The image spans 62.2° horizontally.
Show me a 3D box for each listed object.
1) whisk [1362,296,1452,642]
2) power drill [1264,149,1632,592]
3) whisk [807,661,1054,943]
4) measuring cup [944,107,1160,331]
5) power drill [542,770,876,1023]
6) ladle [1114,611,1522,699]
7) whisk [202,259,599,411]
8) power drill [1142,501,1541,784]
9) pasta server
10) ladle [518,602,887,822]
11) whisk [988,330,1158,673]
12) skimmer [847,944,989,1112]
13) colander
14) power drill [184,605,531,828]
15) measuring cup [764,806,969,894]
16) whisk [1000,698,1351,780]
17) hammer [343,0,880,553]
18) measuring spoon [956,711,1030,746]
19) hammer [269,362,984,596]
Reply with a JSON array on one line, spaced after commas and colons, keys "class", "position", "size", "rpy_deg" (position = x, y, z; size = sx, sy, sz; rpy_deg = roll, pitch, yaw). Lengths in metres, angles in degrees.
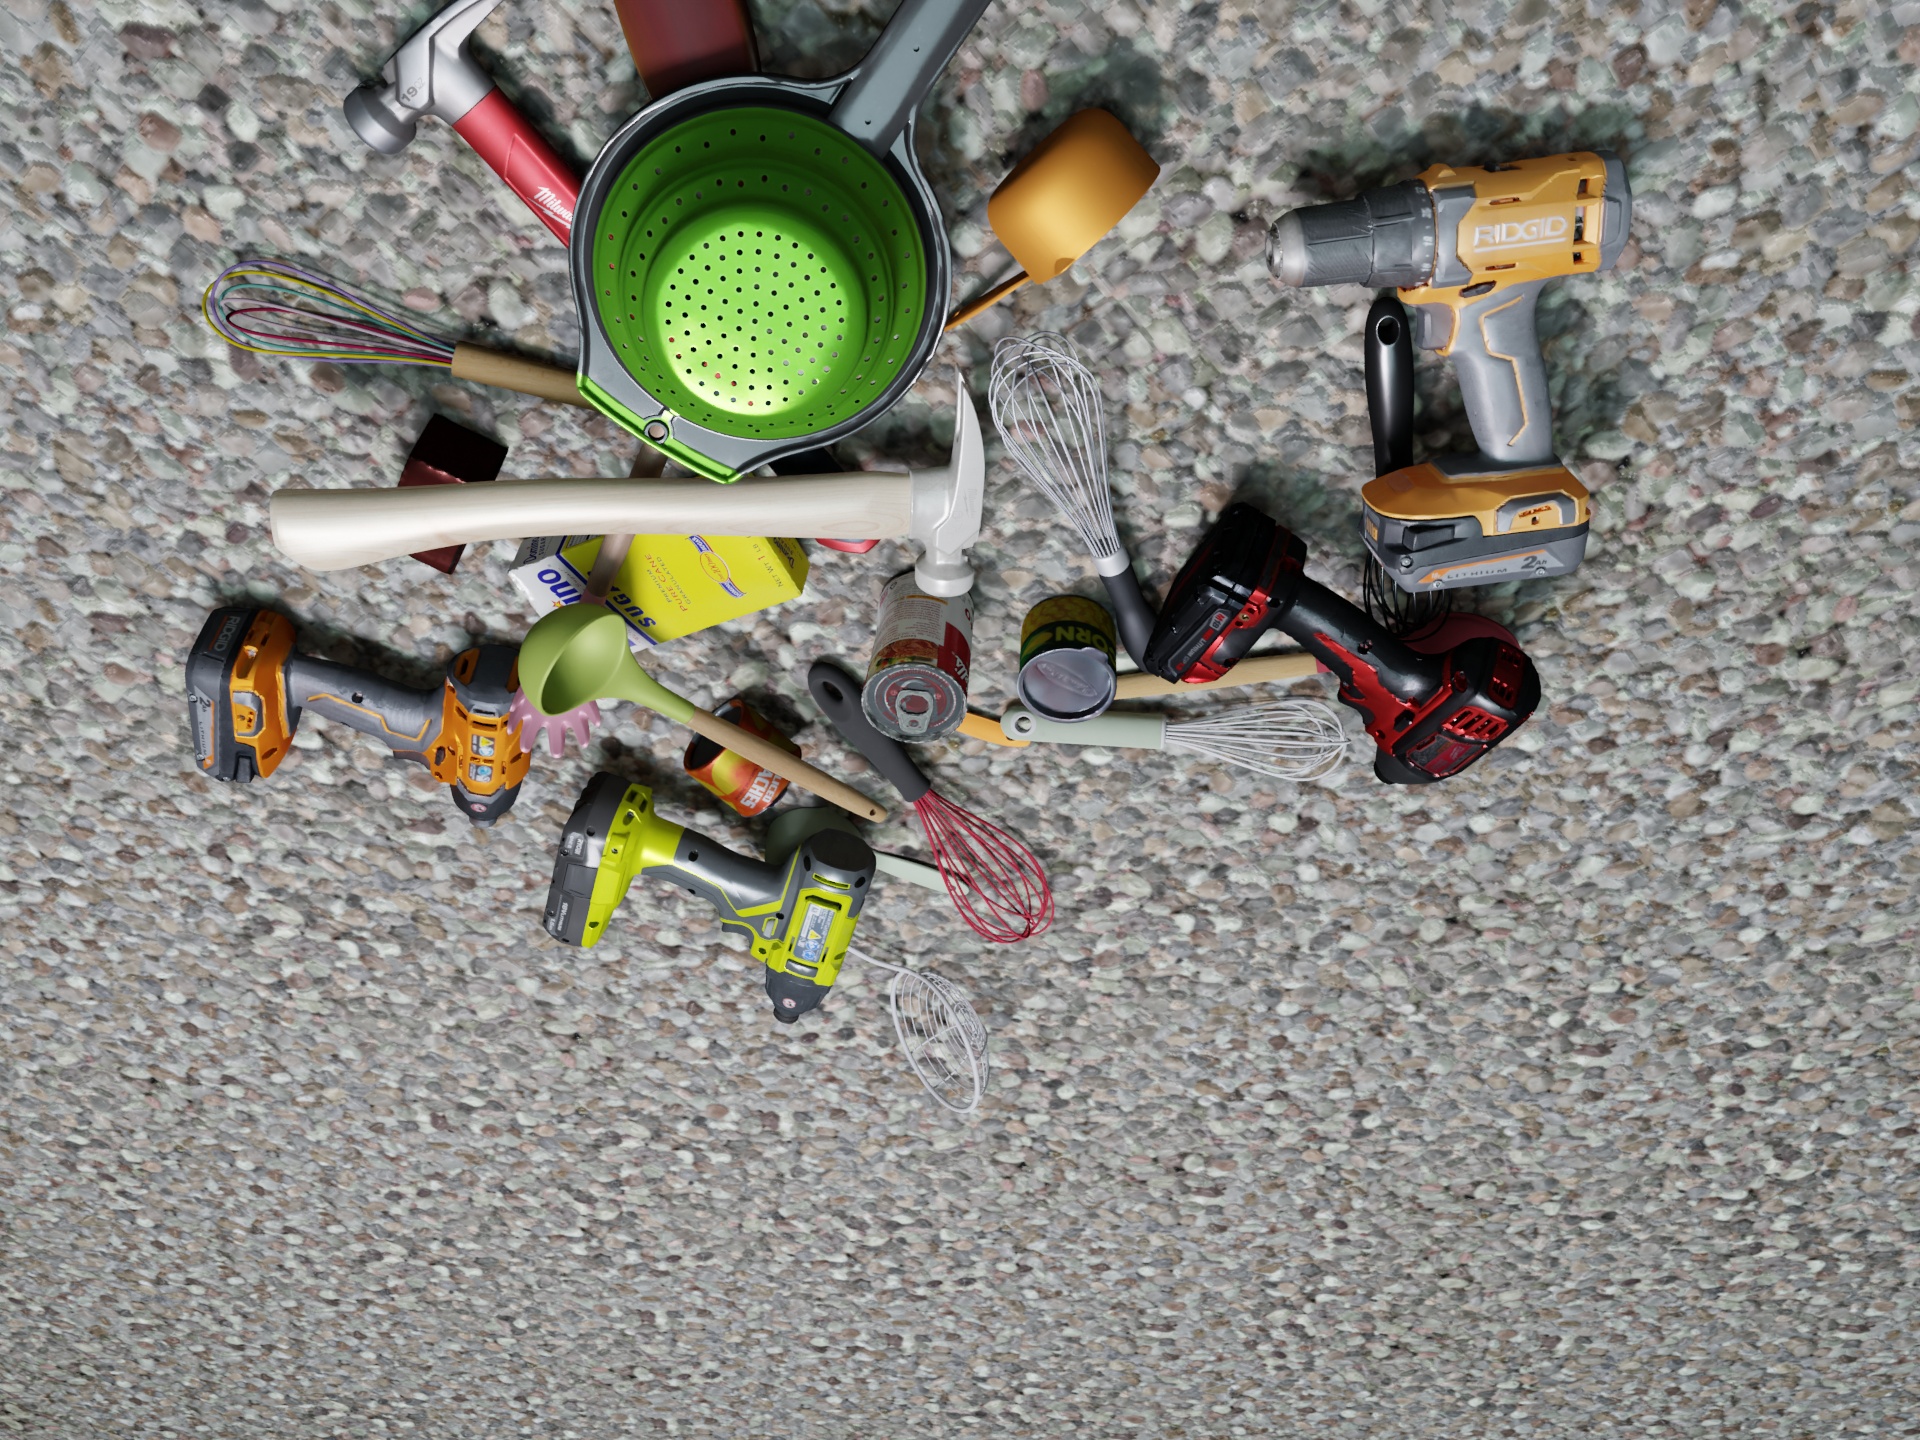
[{"class": "whisk", "position": [0.269, -0.146, 0.971], "size": [0.055, 0.055, 0.238], "rpy_deg": [-8, 127, 11]}, {"class": "power drill", "position": [0.263, -0.189, 0.877], "size": [0.185, 0.084, 0.226], "rpy_deg": [-7, 118, 0]}, {"class": "whisk", "position": [-0.021, 0.066, 1.185], "size": [0.073, 0.073, 0.295], "rpy_deg": [-25, 120, 25]}, {"class": "measuring cup", "position": [0.030, -0.268, 0.867], "size": [0.052, 0.095, 0.173], "rpy_deg": [46, 141, -19]}, {"class": "power drill", "position": [-0.191, 0.138, 1.202], "size": [0.223, 0.080, 0.171], "rpy_deg": [19, 120, -3]}, {"class": "ladle", "position": [0.218, -0.035, 1.090], "size": [0.315, 0.031, 0.069], "rpy_deg": [-7, 131, 13]}, {"class": "whisk", "position": [-0.326, -0.220, 0.955], "size": [0.245, 0.047, 0.051], "rpy_deg": [13, 131, -11]}, {"class": "power drill", "position": [0.237, -0.034, 1.009], "size": [0.219, 0.079, 0.143], "rpy_deg": [27, 148, -3]}, {"class": "pasta server", "position": [-0.220, -0.097, 1.002], "size": [0.060, 0.040, 0.316], "rpy_deg": [12, 131, -26]}, {"class": "ladle", "position": [-0.158, 0.011, 1.067], "size": [0.319, 0.062, 0.078], "rpy_deg": [31, 96, -39]}, {"class": "whisk", "position": [0.084, -0.127, 1.001], "size": [0.070, 0.070, 0.284], "rpy_deg": [-13, 135, 16]}, {"class": "skimmer", "position": [-0.123, 0.201, 1.291], "size": [0.363, 0.090, 0.127], "rpy_deg": [33, 159, -20]}, {"class": "colander", "position": [-0.055, -0.277, 0.788], "size": [0.204, 0.095, 0.397], "rpy_deg": [31, 113, -20]}, {"class": "power drill", "position": [-0.424, 0.007, 1.147], "size": [0.226, 0.084, 0.164], "rpy_deg": [10, 133, -9]}, {"class": "measuring cup", "position": [-0.073, 0.121, 1.247], "size": [0.167, 0.038, 0.083], "rpy_deg": [18, 131, -9]}, {"class": "whisk", "position": [0.151, 0.008, 1.125], "size": [0.246, 0.059, 0.058], "rpy_deg": [4, 96, 7]}, {"class": "hammer", "position": [-0.159, -0.244, 0.921], "size": [0.143, 0.038, 0.386], "rpy_deg": [-28, 125, 25]}, {"class": "measuring spoon", "position": [-0.002, -0.004, 1.150], "size": [0.116, 0.011, 0.021], "rpy_deg": [19, 132, -17]}, {"class": "hammer", "position": [-0.189, -0.134, 0.937], "size": [0.410, 0.038, 0.146], "rpy_deg": [-3, 129, -9]}]
